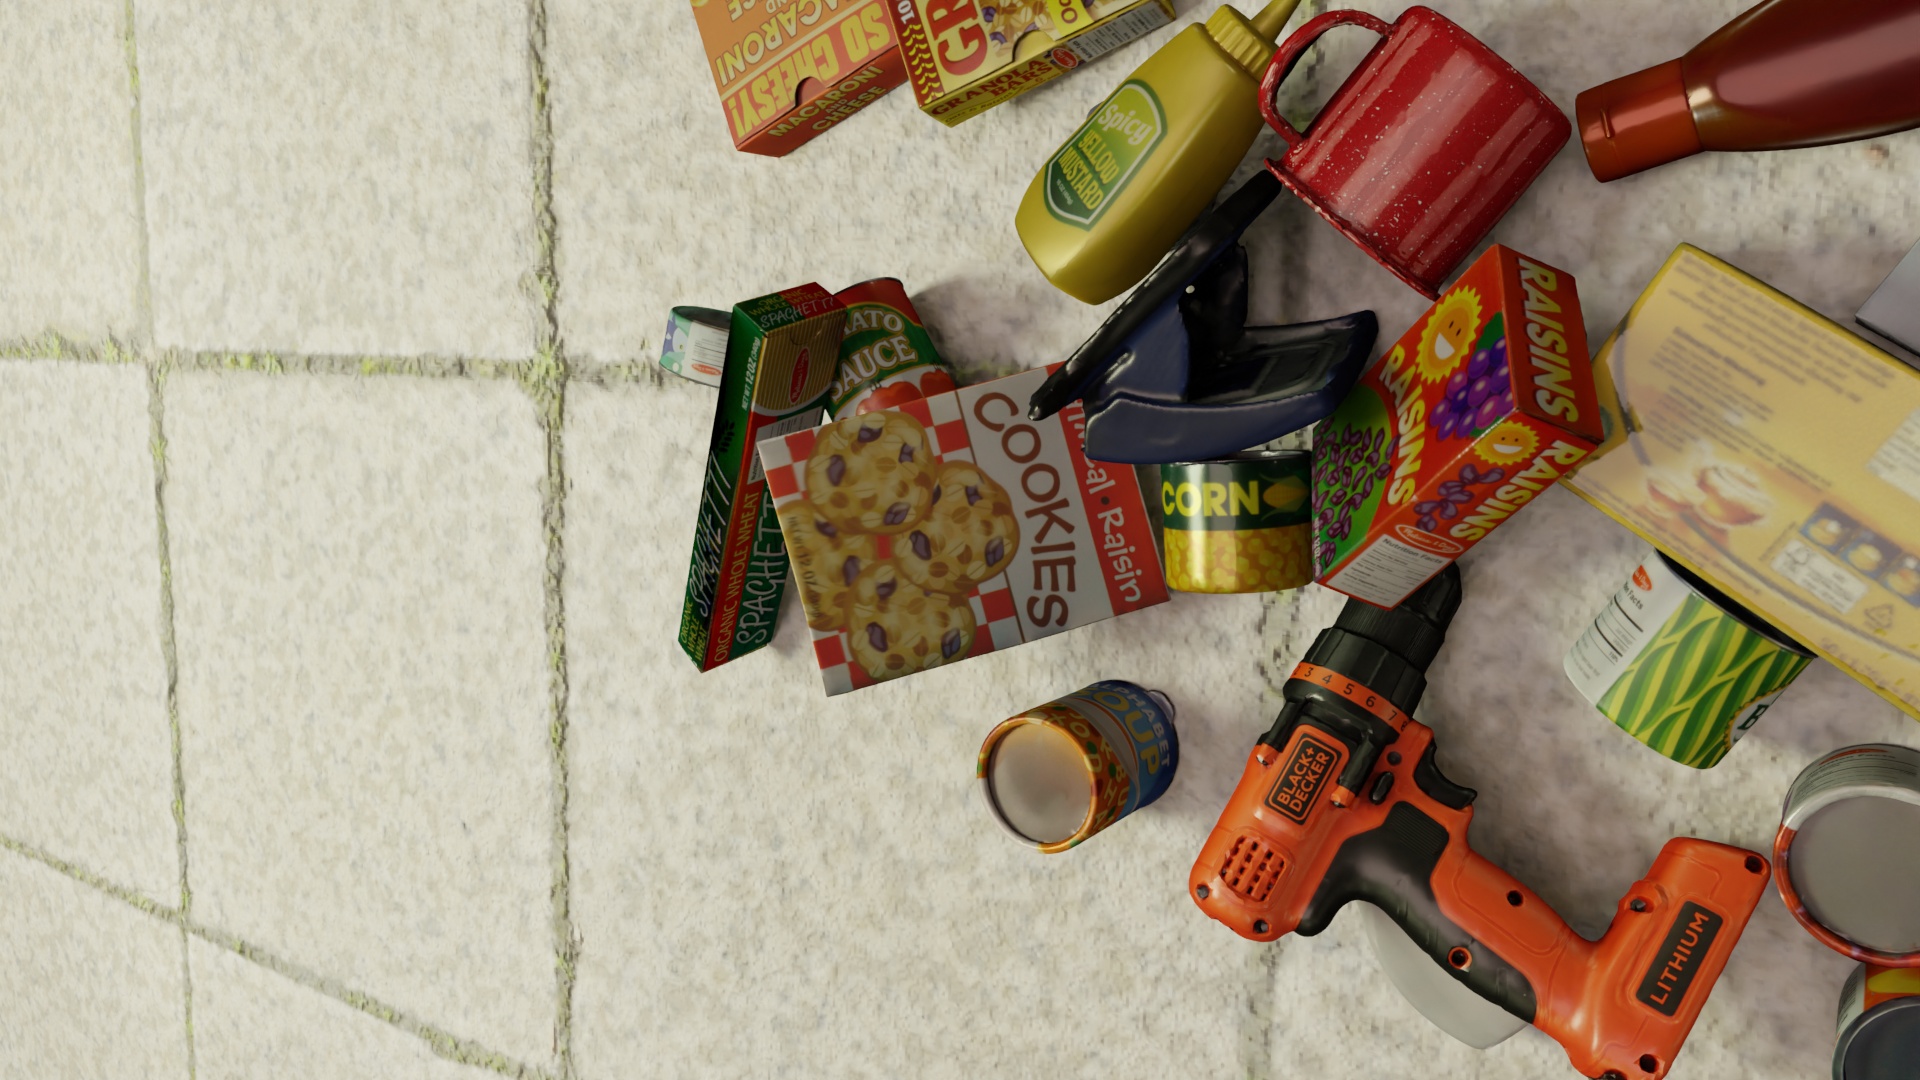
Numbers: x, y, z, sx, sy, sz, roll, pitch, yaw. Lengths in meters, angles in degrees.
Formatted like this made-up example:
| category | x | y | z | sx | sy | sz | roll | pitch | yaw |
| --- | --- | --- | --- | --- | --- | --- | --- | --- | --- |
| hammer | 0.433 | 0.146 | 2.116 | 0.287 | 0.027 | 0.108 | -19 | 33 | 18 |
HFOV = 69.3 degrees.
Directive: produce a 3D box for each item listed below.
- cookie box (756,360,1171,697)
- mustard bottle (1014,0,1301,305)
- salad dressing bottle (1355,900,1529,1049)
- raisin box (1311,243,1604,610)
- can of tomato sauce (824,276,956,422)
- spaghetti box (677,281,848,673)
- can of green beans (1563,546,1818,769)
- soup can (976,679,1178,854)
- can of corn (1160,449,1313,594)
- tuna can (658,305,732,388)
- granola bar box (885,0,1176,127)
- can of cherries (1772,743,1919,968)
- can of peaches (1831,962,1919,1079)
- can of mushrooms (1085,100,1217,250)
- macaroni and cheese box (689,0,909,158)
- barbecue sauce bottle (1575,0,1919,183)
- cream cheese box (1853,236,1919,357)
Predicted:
| category | x | y | z | sx | sy | sz | roll | pitch | yaw |
| --- | --- | --- | --- | --- | --- | --- | --- | --- | --- |
| cookie box | 0.002 | -0.008 | 0.657 | 0.168 | 0.040 | 0.123 | -15 | 90 | -4 |
| mustard bottle | 0.090 | -0.174 | 0.583 | 0.159 | 0.049 | 0.065 | -47 | 50 | 26 |
| salad dressing bottle | 0.191 | 0.145 | 0.603 | 0.064 | 0.044 | 0.148 | -43 | 71 | 18 |
| raisin box | 0.186 | -0.040 | 0.536 | 0.040 | 0.086 | 0.122 | 20 | 143 | -12 |
| can of tomato sauce | -0.041 | -0.083 | 0.715 | 0.071 | 0.071 | 0.083 | -34 | 78 | 32 |
| spaghetti box | -0.109 | -0.024 | 0.730 | 0.029 | 0.050 | 0.248 | 46 | 139 | 26 |
| can of green beans | 0.273 | 0.043 | 0.523 | 0.071 | 0.071 | 0.057 | 40 | 116 | 23 |
| soup can | 0.058 | 0.105 | 0.662 | 0.071 | 0.084 | 0.071 | 4 | 98 | 33 |
| can of corn | 0.121 | -0.009 | 0.615 | 0.071 | 0.071 | 0.058 | 0 | 97 | 34 |
| tuna can | -0.133 | -0.108 | 0.777 | 0.071 | 0.071 | 0.032 | 24 | 108 | 29 |
| granola bar box | 0.016 | -0.300 | 0.656 | 0.124 | 0.039 | 0.165 | -19 | 85 | 22 |
| can of cherries | 0.332 | 0.114 | 0.497 | 0.071 | 0.058 | 0.071 | 4 | 98 | 33 |
| can of peaches | 0.352 | 0.184 | 0.493 | 0.071 | 0.058 | 0.071 | 4 | 97 | 33 |
| can of mushrooms | 0.083 | -0.168 | 0.644 | 0.071 | 0.033 | 0.071 | 5 | 99 | 34 |
| macaroni and cheese box | -0.091 | -0.308 | 0.738 | 0.123 | 0.040 | 0.166 | -21 | 84 | 34 |
| barbecue sauce bottle | 0.301 | -0.168 | 0.493 | 0.148 | 0.044 | 0.065 | -13 | 88 | 35 |
| cream cheese box | 0.369 | -0.069 | 0.471 | 0.104 | 0.024 | 0.053 | 42 | 117 | 23 |
